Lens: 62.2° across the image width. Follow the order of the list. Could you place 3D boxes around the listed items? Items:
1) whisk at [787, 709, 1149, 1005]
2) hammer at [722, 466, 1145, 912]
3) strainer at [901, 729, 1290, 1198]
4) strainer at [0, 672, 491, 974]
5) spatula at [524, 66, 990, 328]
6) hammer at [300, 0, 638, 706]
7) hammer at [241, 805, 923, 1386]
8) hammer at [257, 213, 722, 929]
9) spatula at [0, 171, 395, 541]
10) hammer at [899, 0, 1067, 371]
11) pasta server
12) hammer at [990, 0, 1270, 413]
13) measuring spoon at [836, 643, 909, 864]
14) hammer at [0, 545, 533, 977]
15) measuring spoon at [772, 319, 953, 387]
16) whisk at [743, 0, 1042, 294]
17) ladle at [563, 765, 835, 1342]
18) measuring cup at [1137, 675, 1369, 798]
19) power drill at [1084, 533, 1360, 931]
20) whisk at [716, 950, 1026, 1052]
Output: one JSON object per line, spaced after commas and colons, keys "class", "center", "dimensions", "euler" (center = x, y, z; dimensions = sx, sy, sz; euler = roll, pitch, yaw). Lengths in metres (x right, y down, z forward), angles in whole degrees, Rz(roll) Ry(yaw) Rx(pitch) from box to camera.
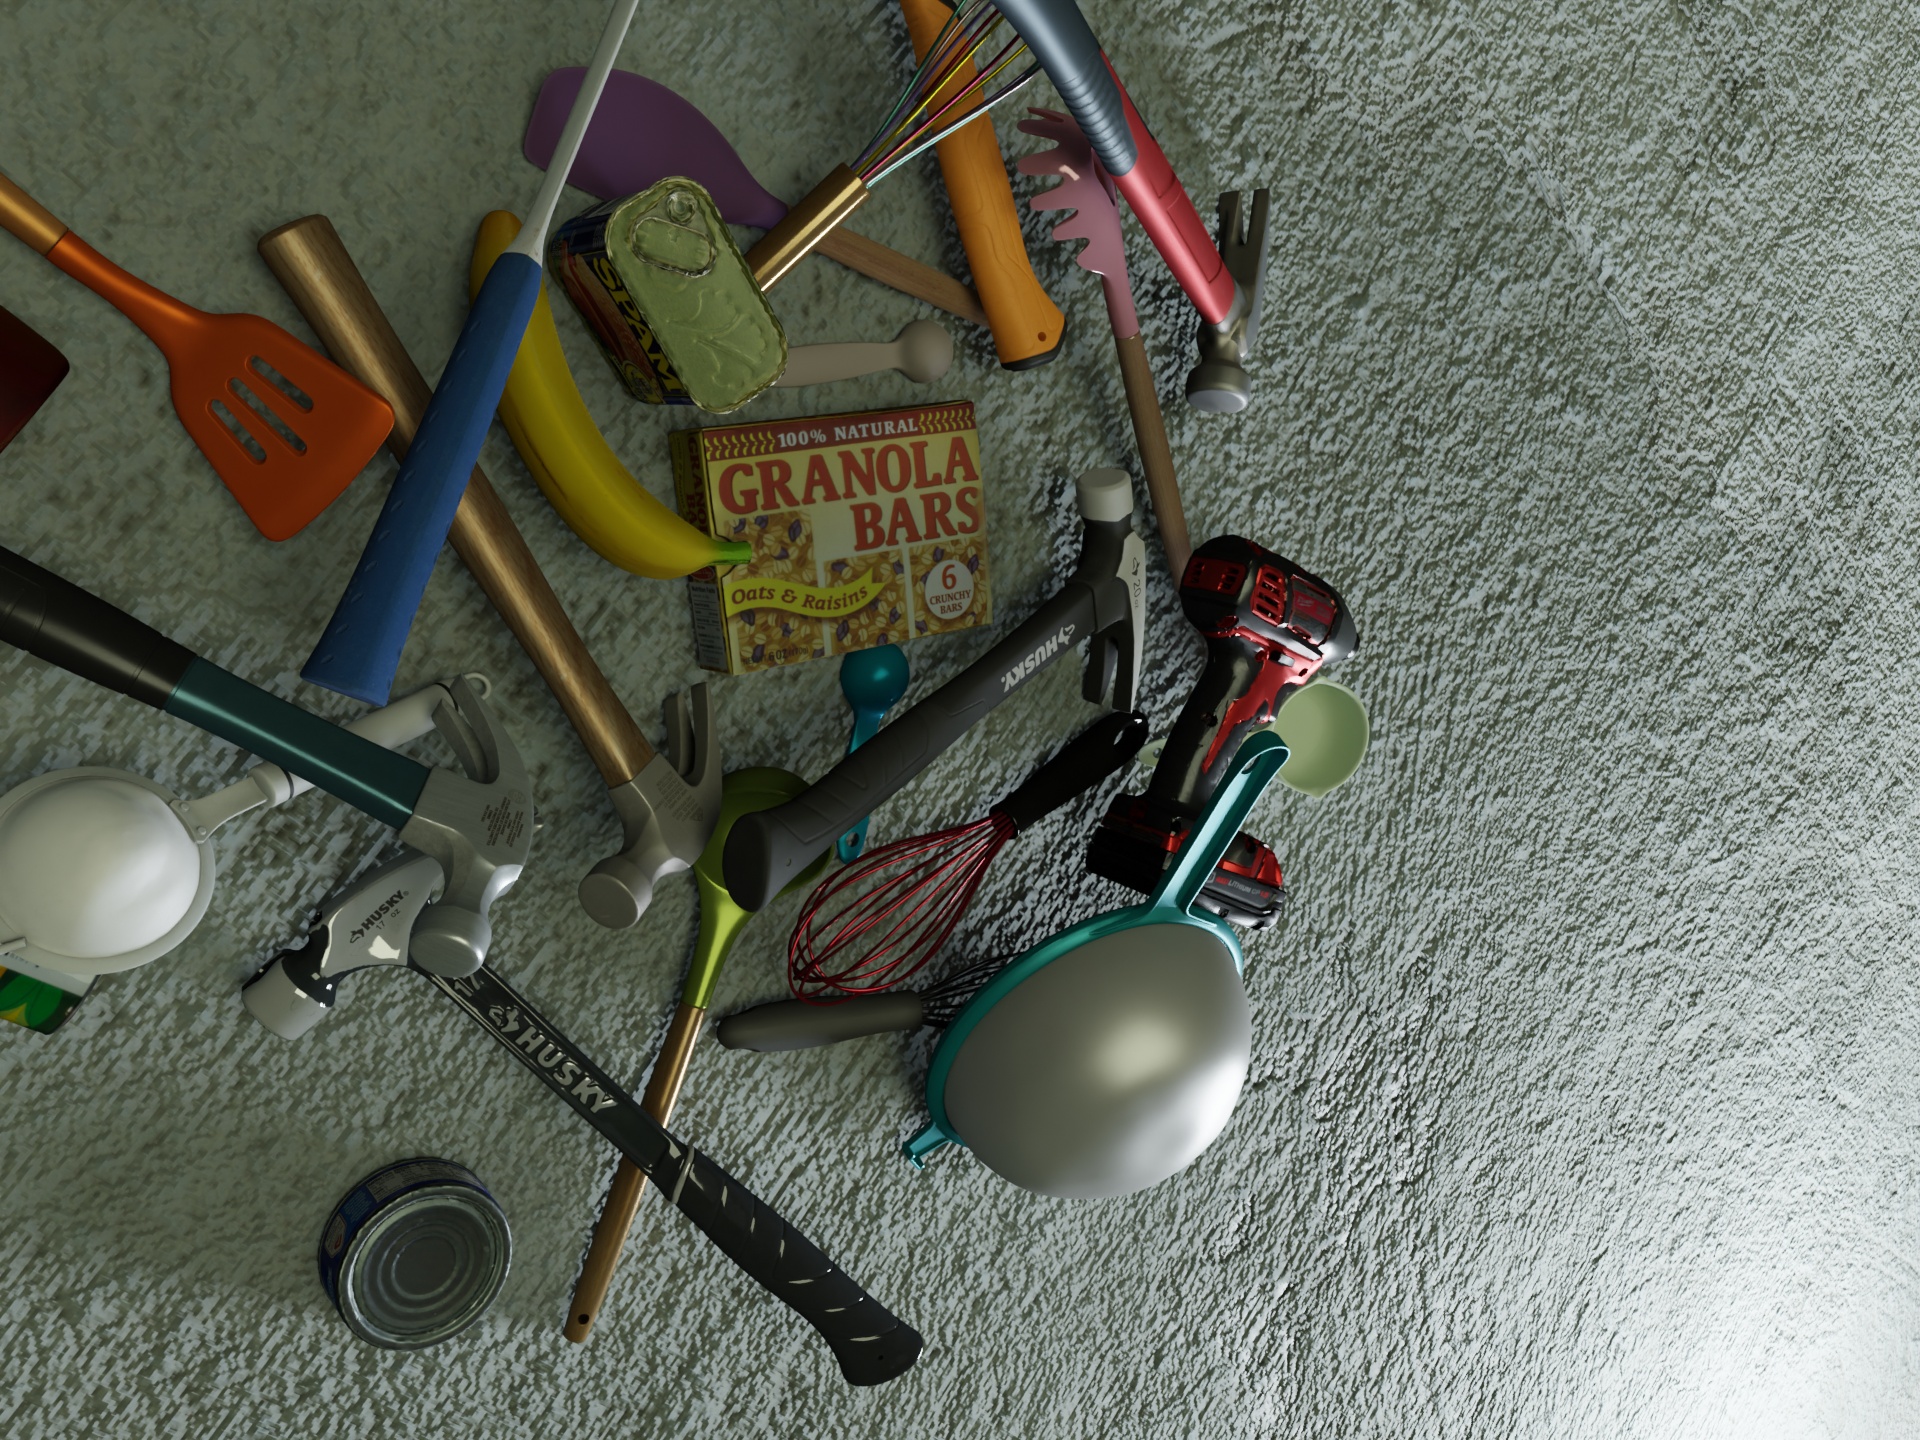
{"class": "whisk", "center": [0.011, 0.069, 0.917], "dimensions": [0.296, 0.073, 0.073], "euler": [-34, 117, -33]}
{"class": "hammer", "center": [-0.001, -0.003, 0.846], "dimensions": [0.335, 0.035, 0.146], "euler": [-39, 133, -38]}
{"class": "strainer", "center": [0.115, 0.162, 0.885], "dimensions": [0.211, 0.095, 0.340], "euler": [1, 129, -32]}
{"class": "strainer", "center": [-0.296, 0.028, 0.664], "dimensions": [0.087, 0.050, 0.258], "euler": [53, 41, 2]}
{"class": "spatula", "center": [-0.070, -0.252, 0.820], "dimensions": [0.315, 0.018, 0.059], "euler": [15, 104, -36]}
{"class": "hammer", "center": [-0.177, -0.200, 0.658], "dimensions": [0.035, 0.144, 0.405], "euler": [26, 79, -36]}
{"class": "hammer", "center": [-0.150, 0.212, 0.799], "dimensions": [0.149, 0.036, 0.408], "euler": [-43, 115, -6]}
{"class": "hammer", "center": [-0.207, -0.072, 0.725], "dimensions": [0.331, 0.031, 0.130], "euler": [61, 30, -18]}
{"class": "spatula", "center": [-0.369, -0.198, 0.607], "dimensions": [0.081, 0.041, 0.322], "euler": [-43, 121, 9]}
{"class": "hammer", "center": [-0.015, -0.344, 0.820], "dimensions": [0.127, 0.034, 0.336], "euler": [-28, 110, -29]}
{"class": "pasta server", "center": [0.094, -0.198, 0.913], "dimensions": [0.060, 0.040, 0.315], "euler": [-69, 148, -44]}
{"class": "hammer", "center": [0.088, -0.300, 0.804], "dimensions": [0.386, 0.038, 0.143], "euler": [31, 65, -60]}
{"class": "measuring spoon", "center": [-0.050, 0.018, 0.882], "dimensions": [0.042, 0.021, 0.128], "euler": [6, 93, -36]}
{"class": "hammer", "center": [-0.320, -0.021, 0.625], "dimensions": [0.330, 0.033, 0.128], "euler": [31, 38, -20]}
{"class": "measuring spoon", "center": [-0.054, -0.191, 0.844], "dimensions": [0.124, 0.018, 0.034], "euler": [-15, 107, -31]}
{"class": "whisk", "center": [-0.036, -0.284, 0.782], "dimensions": [0.245, 0.047, 0.051], "euler": [-42, 115, 3]}
{"class": "ladle", "center": [-0.146, 0.175, 0.825], "dimensions": [0.078, 0.062, 0.320], "euler": [20, 90, -16]}
{"class": "measuring cup", "center": [0.187, 0.012, 1.047], "dimensions": [0.167, 0.038, 0.083], "euler": [-5, 102, -17]}
{"class": "power drill", "center": [0.171, 0.009, 0.974], "dimensions": [0.143, 0.079, 0.219], "euler": [19, 89, -40]}
{"class": "whisk", "center": [-0.027, 0.167, 0.913], "dimensions": [0.238, 0.055, 0.055], "euler": [-1, 99, -31]}
